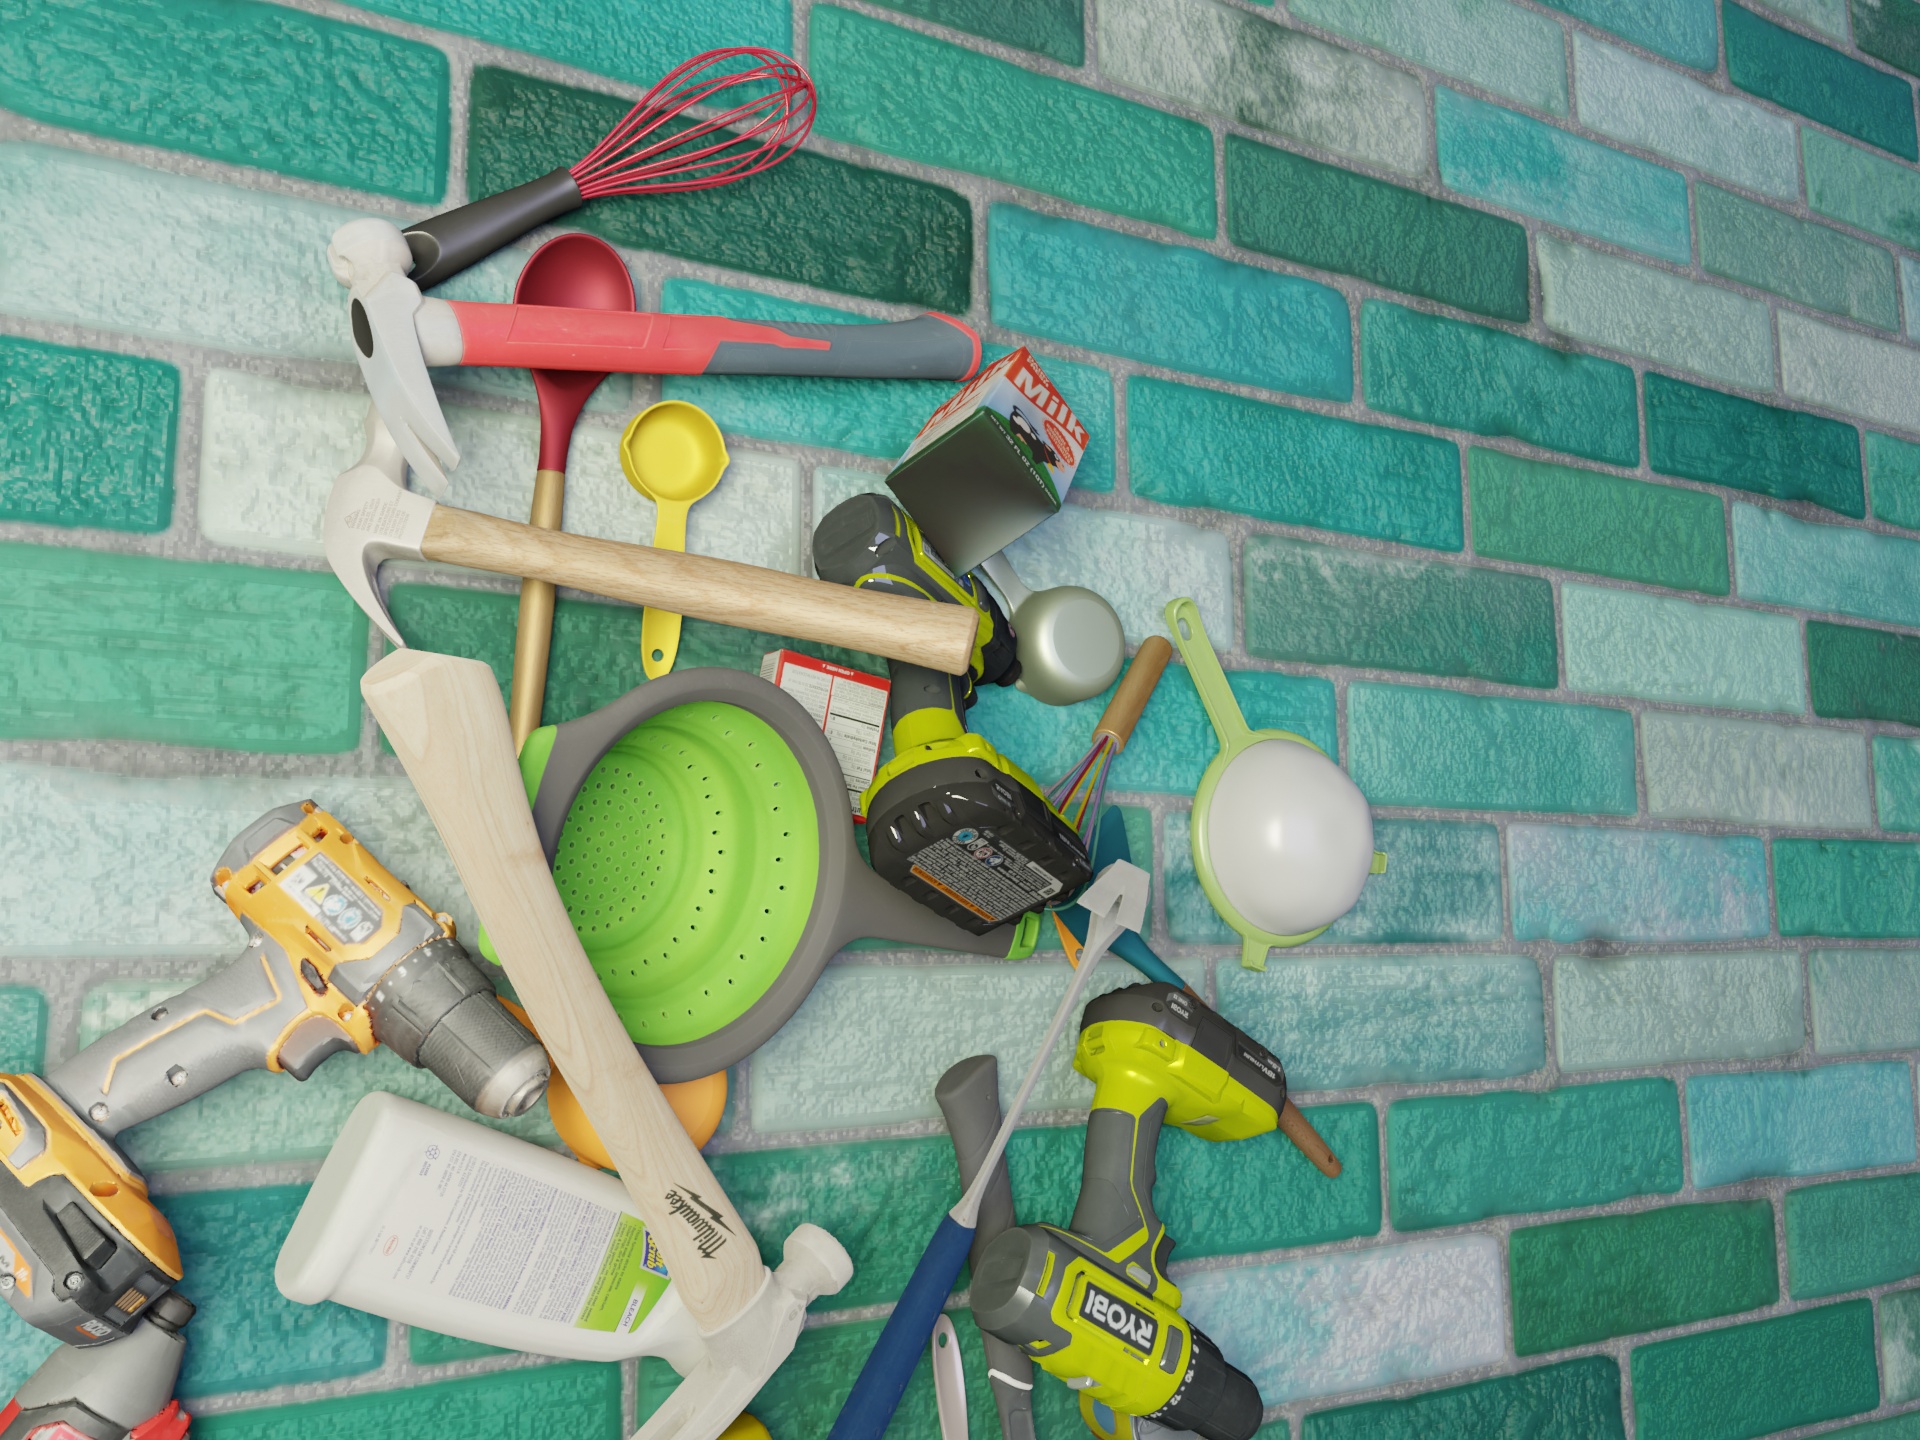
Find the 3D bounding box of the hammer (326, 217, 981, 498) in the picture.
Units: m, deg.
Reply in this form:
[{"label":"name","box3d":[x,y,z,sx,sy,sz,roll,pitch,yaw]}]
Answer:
[{"label":"hammer","box3d":[-0.132,-0.192,0.867,0.386,0.038,0.143,-9,66,-42]}]

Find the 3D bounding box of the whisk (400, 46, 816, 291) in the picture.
[{"label":"whisk","box3d":[-0.200,-0.303,0.882,0.296,0.073,0.073,-35,101,-23]}]

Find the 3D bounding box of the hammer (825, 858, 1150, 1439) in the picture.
[{"label":"hammer","box3d":[0.004,0.259,0.855,0.035,0.144,0.405,26,87,8]}]

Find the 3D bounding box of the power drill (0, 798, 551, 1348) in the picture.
[{"label":"power drill","box3d":[-0.312,0.164,0.699,0.185,0.084,0.226,38,61,13]}]

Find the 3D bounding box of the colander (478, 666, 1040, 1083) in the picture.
[{"label":"colander","box3d":[-0.105,0.089,0.864,0.396,0.094,0.204,18,82,-48]}]

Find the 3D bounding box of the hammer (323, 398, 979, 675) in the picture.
[{"label":"hammer","box3d":[-0.155,-0.070,0.799,0.331,0.031,0.130,12,74,1]}]

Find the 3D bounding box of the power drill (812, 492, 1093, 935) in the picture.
[{"label":"power drill","box3d":[-0.001,-0.003,0.885,0.171,0.080,0.223,39,30,-45]}]

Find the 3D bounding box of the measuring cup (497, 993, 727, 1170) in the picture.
[{"label":"measuring cup","box3d":[-0.197,0.170,0.814,0.173,0.052,0.095,35,67,-24]}]

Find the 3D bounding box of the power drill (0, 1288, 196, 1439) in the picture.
[{"label":"power drill","box3d":[-0.326,0.360,0.702,0.219,0.078,0.143,41,64,-16]}]

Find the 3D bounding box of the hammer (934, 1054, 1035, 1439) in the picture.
[{"label":"hammer","box3d":[0.037,0.402,0.923,0.149,0.036,0.409,-2,81,-45]}]

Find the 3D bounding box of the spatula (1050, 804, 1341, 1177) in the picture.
[{"label":"spatula","box3d":[0.161,0.193,1.030,0.317,0.044,0.082,49,58,-17]}]

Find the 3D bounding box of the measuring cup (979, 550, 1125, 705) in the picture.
[{"label":"measuring cup","box3d":[0.044,-0.083,1.001,0.083,0.038,0.167,-45,108,-27]}]

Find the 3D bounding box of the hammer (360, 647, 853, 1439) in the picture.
[{"label":"hammer","box3d":[-0.166,0.156,0.704,0.146,0.038,0.410,-42,124,-37]}]

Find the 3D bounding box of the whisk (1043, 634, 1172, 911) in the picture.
[{"label":"whisk","box3d":[0.086,0.027,0.981,0.051,0.047,0.245,19,48,15]}]

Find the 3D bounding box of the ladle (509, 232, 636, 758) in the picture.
[{"label":"ladle","box3d":[-0.221,-0.108,0.857,0.069,0.031,0.315,10,80,-34]}]

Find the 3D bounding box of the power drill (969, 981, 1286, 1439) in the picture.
[{"label":"power drill","box3d":[0.118,0.290,0.935,0.190,0.080,0.229,36,52,-18]}]

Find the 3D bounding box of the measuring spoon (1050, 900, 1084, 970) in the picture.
[{"label":"measuring spoon","box3d":[0.060,0.108,1.003,0.021,0.011,0.117,-24,99,-30]}]

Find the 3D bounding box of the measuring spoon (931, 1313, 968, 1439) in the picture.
[{"label":"measuring spoon","box3d":[-0.008,0.408,0.919,0.034,0.018,0.124,5,73,-42]}]

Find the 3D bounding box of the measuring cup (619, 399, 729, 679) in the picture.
[{"label":"measuring cup","box3d":[-0.168,-0.100,0.893,0.062,0.029,0.156,5,92,-30]}]

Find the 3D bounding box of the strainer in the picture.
[{"label":"strainer","box3d":[0.211,0.030,1.067,0.151,0.069,0.256,-31,100,-30]}]
